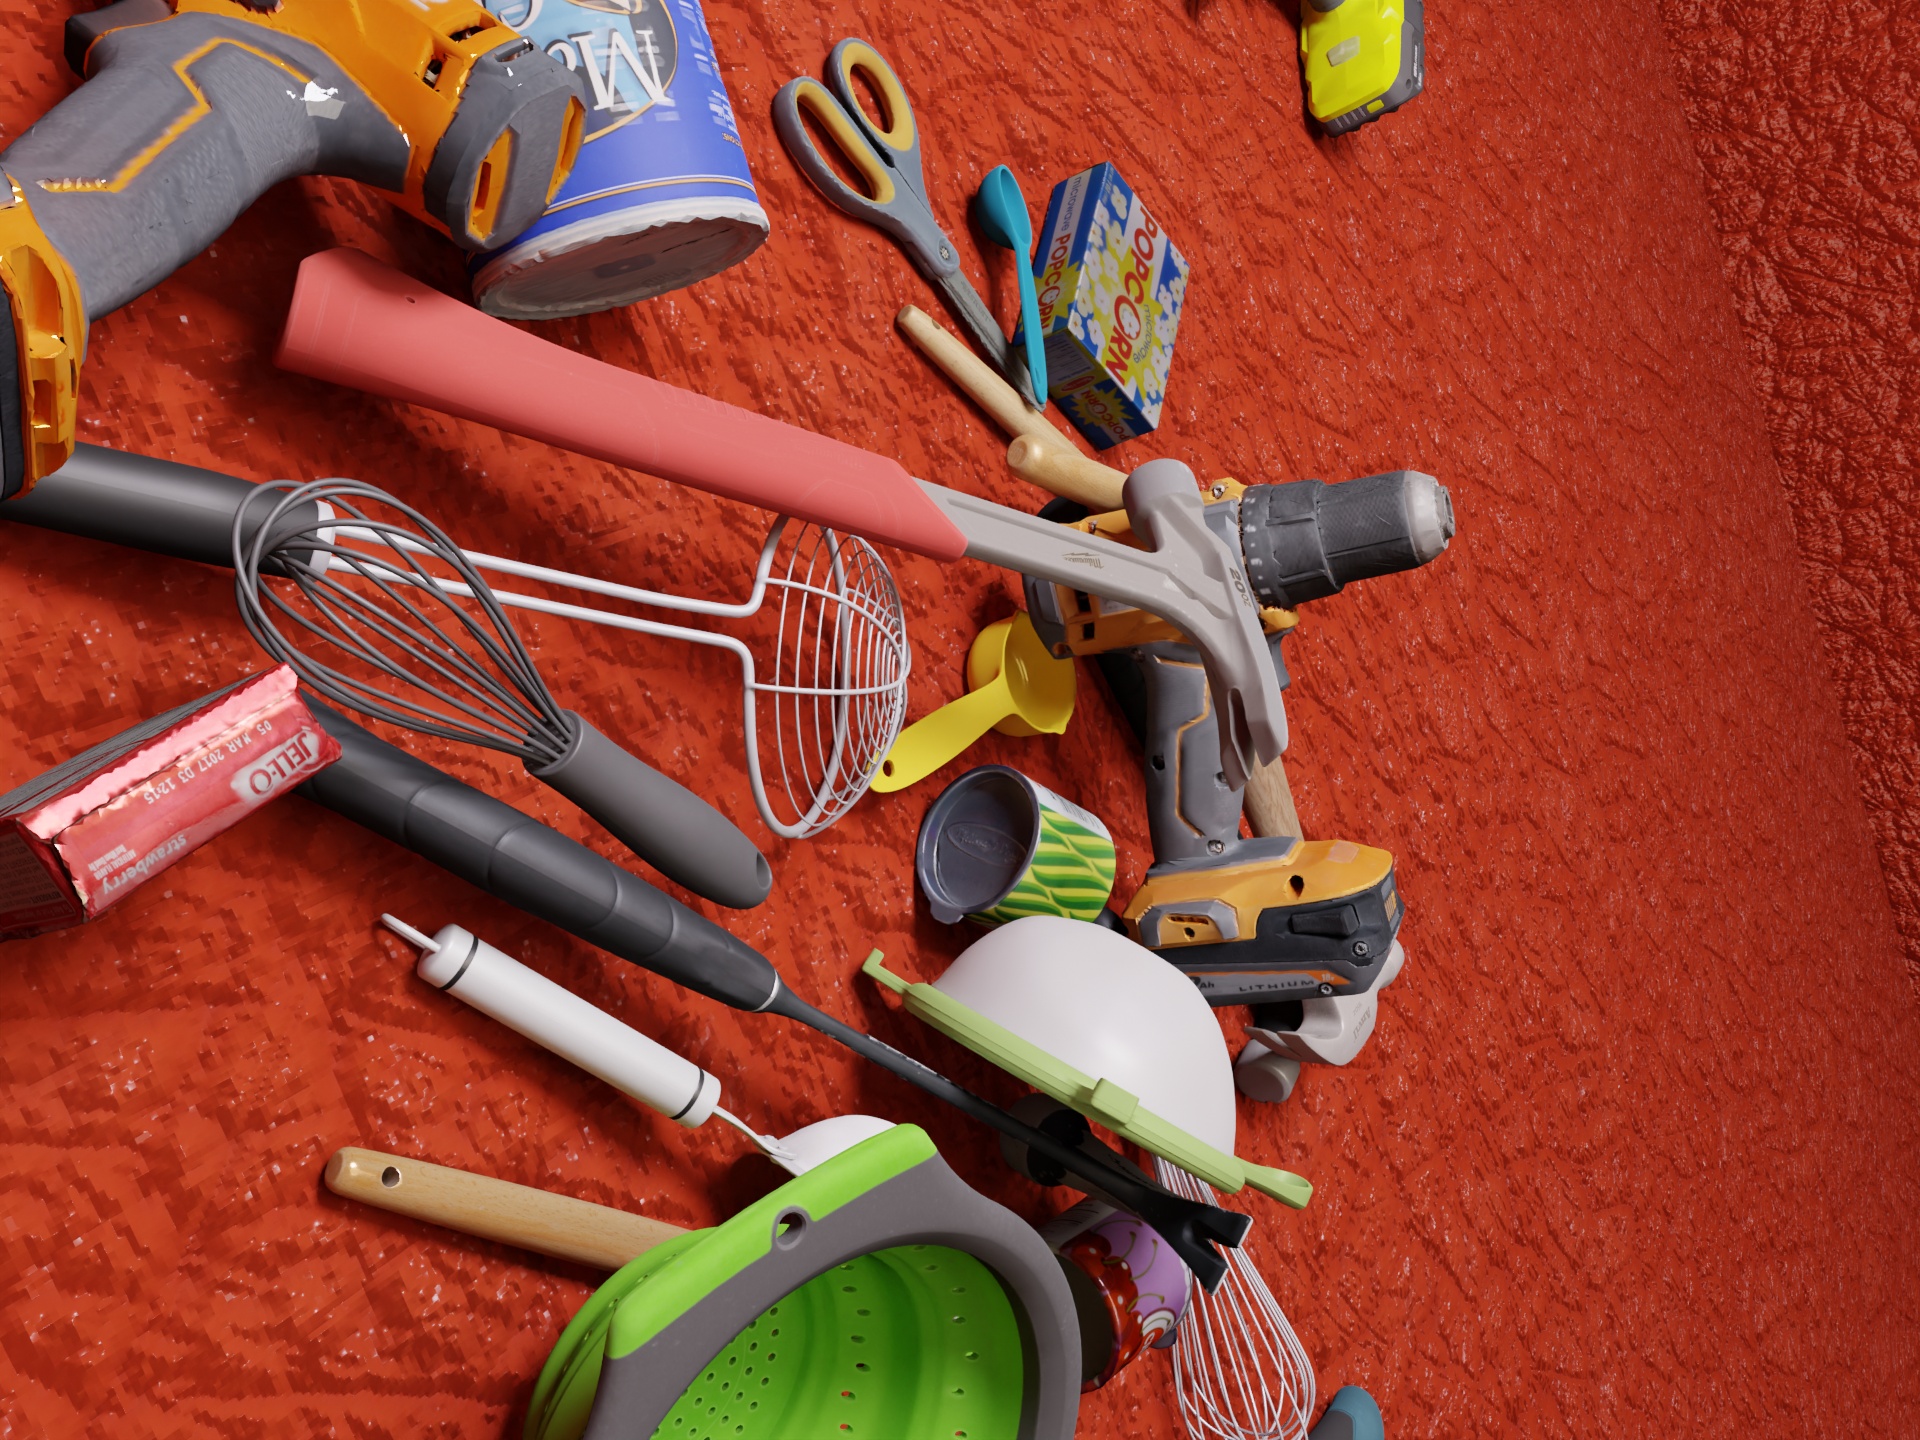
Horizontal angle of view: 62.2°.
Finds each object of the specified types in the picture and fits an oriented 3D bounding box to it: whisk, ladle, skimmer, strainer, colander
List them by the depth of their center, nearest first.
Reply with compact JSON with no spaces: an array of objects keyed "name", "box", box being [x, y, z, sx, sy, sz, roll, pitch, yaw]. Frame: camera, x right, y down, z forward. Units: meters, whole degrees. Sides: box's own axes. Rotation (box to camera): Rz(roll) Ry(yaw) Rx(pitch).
[{"name":"whisk","box":[-0.123,0.005,0.480,0.238,0.055,0.055,48,46,-51]},{"name":"colander","box":[-0.057,0.300,0.515,0.204,0.095,0.396,-23,117,-37]},{"name":"skimmer","box":[-0.157,-0.039,0.517,0.363,0.090,0.127,11,79,-39]},{"name":"strainer","box":[-0.082,0.130,0.536,0.258,0.087,0.050,38,75,-26]},{"name":"strainer","box":[0.089,0.144,0.665,0.256,0.152,0.069,35,80,-40]},{"name":"whisk","box":[0.105,0.225,0.756,0.070,0.070,0.284,-16,88,-52]},{"name":"whisk","box":[0.112,-0.101,0.804,0.244,0.051,0.047,13,62,-46]},{"name":"ladle","box":[0.076,-0.115,0.827,0.315,0.031,0.069,36,35,-37]}]

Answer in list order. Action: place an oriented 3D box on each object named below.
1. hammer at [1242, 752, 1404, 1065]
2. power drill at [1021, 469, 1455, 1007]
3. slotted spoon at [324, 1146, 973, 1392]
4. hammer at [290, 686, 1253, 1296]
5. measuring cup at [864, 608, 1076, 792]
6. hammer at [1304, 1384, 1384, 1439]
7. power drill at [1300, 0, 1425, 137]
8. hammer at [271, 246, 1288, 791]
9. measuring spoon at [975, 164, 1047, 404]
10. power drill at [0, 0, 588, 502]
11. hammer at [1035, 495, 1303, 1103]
[{"name":"hammer","box":[0.150,0.033,0.801,0.130,0.031,0.331,-44,119,-44]},{"name":"power drill","box":[0.138,0.005,0.703,0.084,0.185,0.226,-28,106,-64]},{"name":"slotted spoon","box":[-0.079,0.195,0.554,0.313,0.031,0.070,33,49,-40]},{"name":"hammer","box":[-0.059,0.099,0.543,0.408,0.149,0.036,36,78,-32]},{"name":"measuring cup","box":[-0.001,-0.002,0.704,0.156,0.029,0.062,-33,106,-47]},{"name":"hammer","box":[0.120,0.410,0.738,0.331,0.033,0.128,-16,94,-52]},{"name":"power drill","box":[0.228,-0.510,1.086,0.223,0.080,0.171,26,60,-40]},{"name":"hammer","box":[-0.043,-0.074,0.544,0.358,0.036,0.149,14,48,-29]},{"name":"measuring spoon","box":[0.024,-0.213,0.786,0.042,0.021,0.129,26,54,-64]},{"name":"power drill","box":[-0.225,-0.157,0.402,0.164,0.084,0.226,35,46,3]},{"name":"hammer","box":[0.124,0.030,0.842,0.146,0.035,0.334,-50,118,-44]}]
